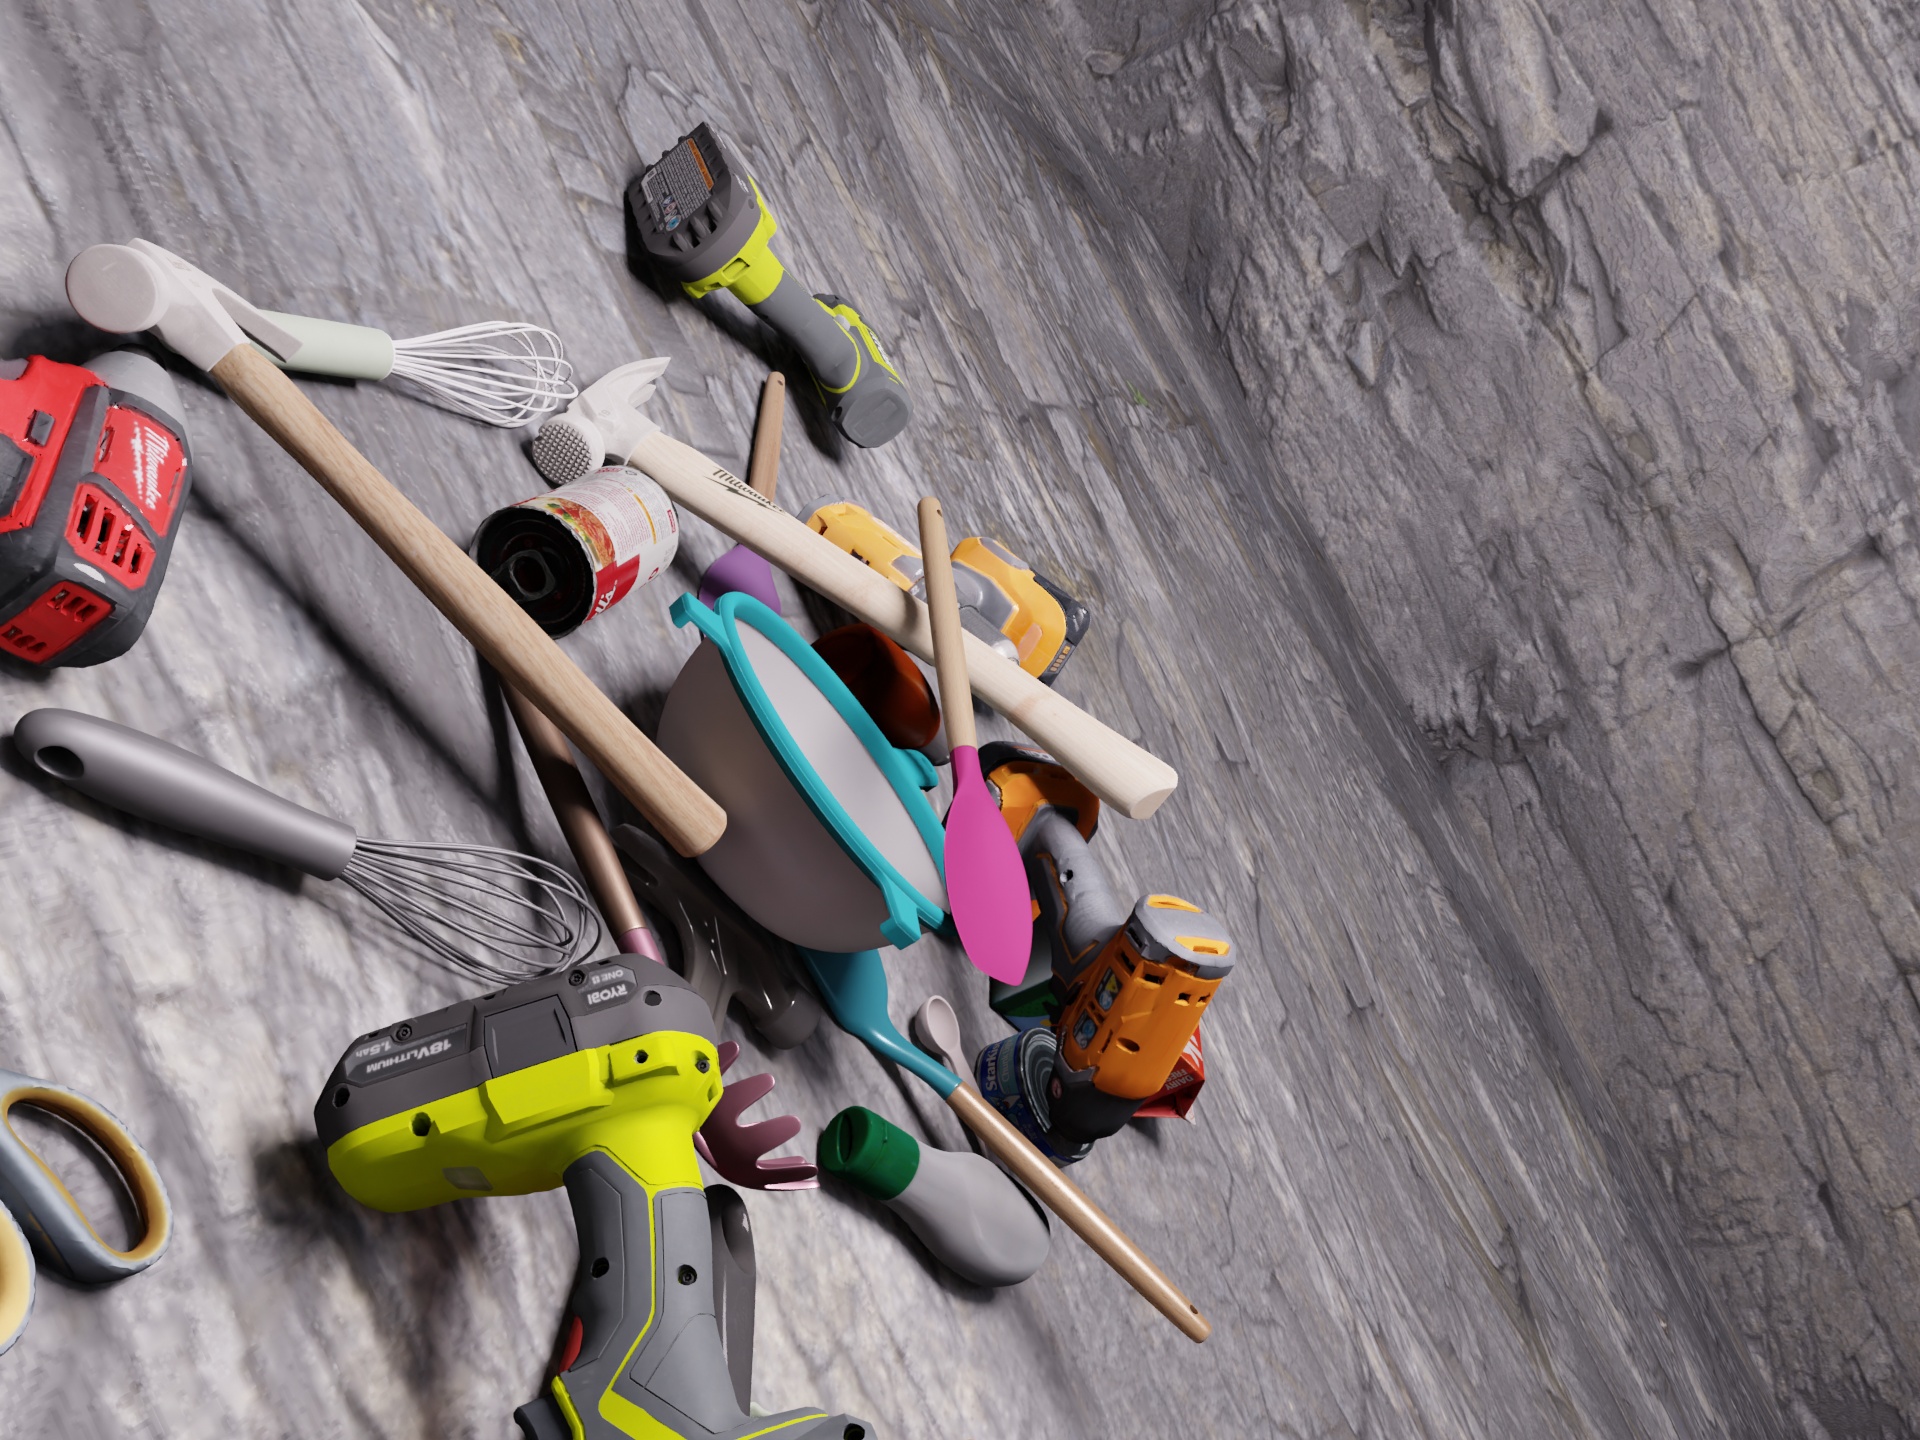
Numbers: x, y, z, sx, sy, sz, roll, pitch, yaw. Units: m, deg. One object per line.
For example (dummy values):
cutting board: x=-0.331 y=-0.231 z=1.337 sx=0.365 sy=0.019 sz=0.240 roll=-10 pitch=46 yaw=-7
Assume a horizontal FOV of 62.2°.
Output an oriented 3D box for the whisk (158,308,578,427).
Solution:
whisk: x=-0.279 y=-0.178 z=0.776 sx=0.059 sy=0.057 sz=0.246 roll=32 pitch=19 yaw=22

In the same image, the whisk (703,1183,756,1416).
whisk: x=-0.084 y=0.290 z=0.549 sx=0.073 sy=0.073 sz=0.296 roll=43 pitch=23 yaw=-34

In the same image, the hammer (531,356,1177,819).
hammer: x=-0.046 y=-0.074 z=0.939 sx=0.410 sy=0.038 sz=0.146 roll=34 pitch=30 yaw=-5

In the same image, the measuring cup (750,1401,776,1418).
measuring cup: x=-0.064 y=0.327 z=0.660 sx=0.167 sy=0.038 sz=0.083 roll=26 pitch=42 yaw=-54

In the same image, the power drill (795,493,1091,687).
power drill: x=0.006 y=-0.072 z=1.097 sx=0.185 sy=0.084 sz=0.226 roll=40 pitch=15 yaw=27

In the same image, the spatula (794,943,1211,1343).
spatula: x=0.021 y=0.214 z=0.866 sx=0.317 sy=0.044 sz=0.082 roll=43 pitch=22 yaw=10

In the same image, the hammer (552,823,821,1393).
hammer: x=-0.137 y=0.204 z=0.648 sx=0.149 sy=0.036 sz=0.359 roll=48 pitch=27 yaw=-27

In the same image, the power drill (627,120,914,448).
power drill: x=-0.132 y=-0.313 z=1.149 sx=0.223 sy=0.080 sz=0.171 roll=41 pitch=18 yaw=-44

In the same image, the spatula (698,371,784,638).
spatula: x=-0.133 y=-0.138 z=1.039 sx=0.059 sy=0.018 sz=0.316 roll=32 pitch=36 yaw=-27

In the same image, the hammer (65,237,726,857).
hammer: x=-0.219 y=-0.064 z=0.670 sx=0.331 sy=0.031 sz=0.130 roll=48 pitch=1 yaw=-19

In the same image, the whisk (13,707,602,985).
whisk: x=-0.237 y=0.049 z=0.607 sx=0.238 sy=0.055 sz=0.055 roll=32 pitch=37 yaw=-40

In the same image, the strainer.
strainer: x=-0.079 y=0.047 z=0.880 sx=0.211 sy=0.095 sz=0.340 roll=55 pitch=6 yaw=7

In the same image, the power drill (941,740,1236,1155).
power drill: x=0.057 y=0.132 z=0.933 sx=0.084 sy=0.164 sz=0.227 roll=11 pitch=26 yaw=-32

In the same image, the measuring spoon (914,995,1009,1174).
measuring spoon: x=0.000 y=0.221 z=0.928 sx=0.034 sy=0.018 sz=0.124 roll=-24 pitch=92 yaw=-66

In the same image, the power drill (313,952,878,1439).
power drill: x=-0.136 y=0.208 z=0.517 sx=0.080 sy=0.190 sz=0.229 roll=93 pitch=-22 yaw=-57

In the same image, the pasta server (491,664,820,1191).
pasta server: x=-0.147 y=0.070 z=0.697 sx=0.316 sy=0.040 sz=0.060 roll=58 pitch=-18 yaw=27

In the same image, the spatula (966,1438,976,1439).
spatula: x=-0.045 y=0.379 z=0.633 sx=0.081 sy=0.041 sz=0.322 roll=51 pitch=22 yaw=6

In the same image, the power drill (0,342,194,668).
power drill: x=-0.359 y=-0.125 z=0.525 sx=0.219 sy=0.078 sz=0.143 roll=41 pitch=31 yaw=-42

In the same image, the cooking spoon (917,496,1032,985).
cooking spoon: x=-0.001 y=-0.003 z=0.855 sx=0.068 sy=0.017 sz=0.319 roll=32 pitch=39 yaw=-41
